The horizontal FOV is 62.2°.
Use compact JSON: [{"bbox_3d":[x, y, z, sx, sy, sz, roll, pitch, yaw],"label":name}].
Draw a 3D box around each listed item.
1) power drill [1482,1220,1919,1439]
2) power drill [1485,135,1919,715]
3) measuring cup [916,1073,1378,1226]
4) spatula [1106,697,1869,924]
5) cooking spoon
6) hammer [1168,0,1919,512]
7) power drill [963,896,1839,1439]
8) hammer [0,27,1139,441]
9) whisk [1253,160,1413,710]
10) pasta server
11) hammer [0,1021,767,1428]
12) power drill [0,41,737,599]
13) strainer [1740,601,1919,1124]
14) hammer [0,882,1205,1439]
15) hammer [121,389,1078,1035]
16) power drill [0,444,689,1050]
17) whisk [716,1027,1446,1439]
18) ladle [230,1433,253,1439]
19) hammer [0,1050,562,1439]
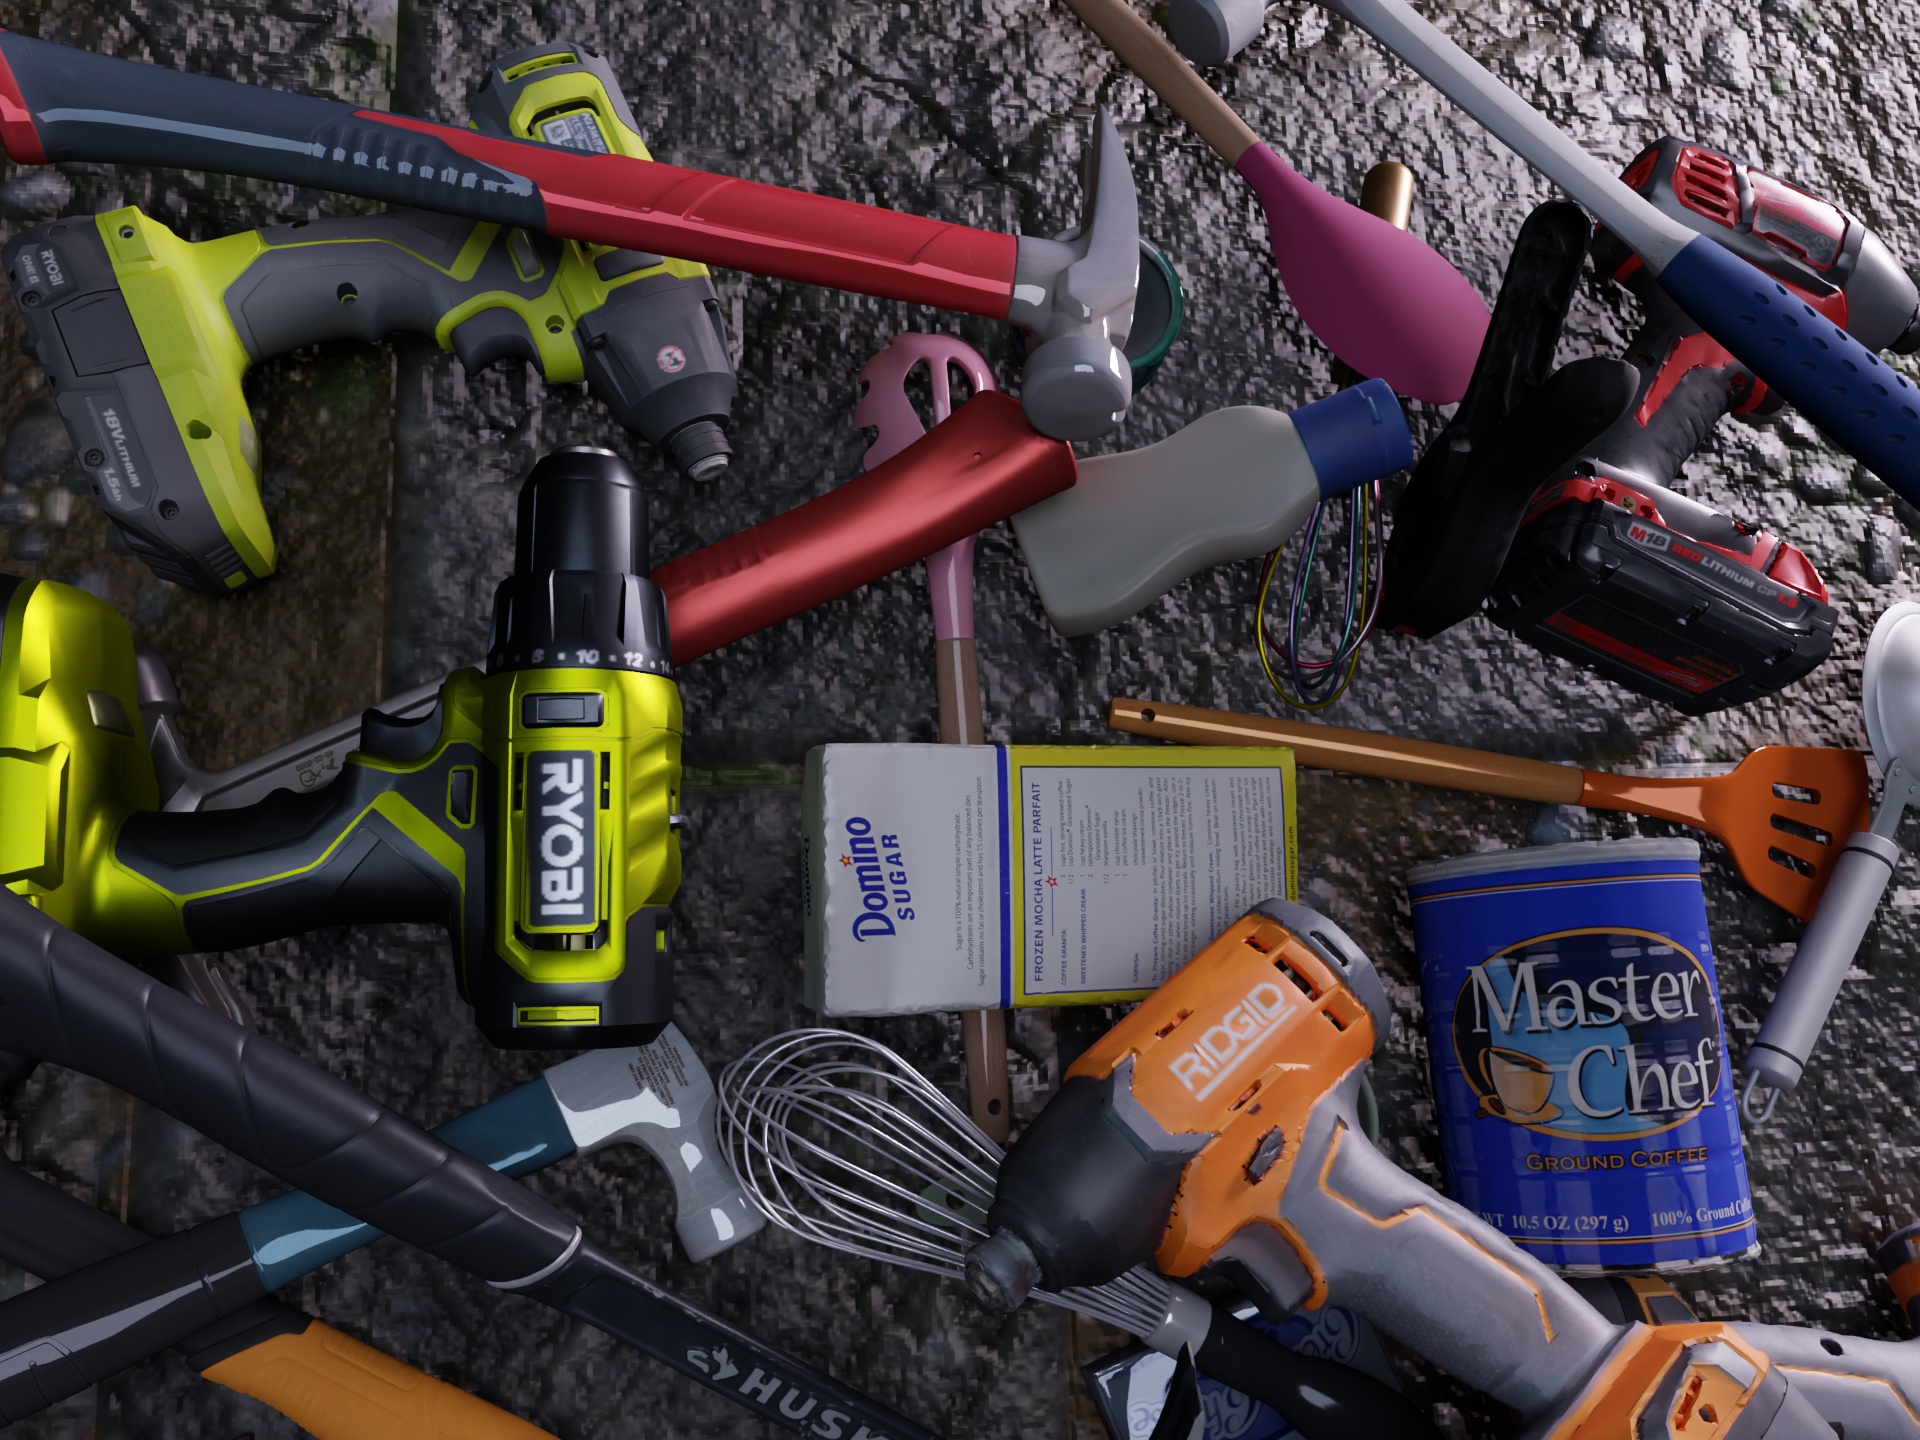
[{"bbox_3d":[0.313,0.268,0.539,0.226,0.084,0.186,-2,54,-10],"label":"power drill"},{"bbox_3d":[0.311,-0.122,0.648,0.143,0.078,0.220,24,73,-2],"label":"power drill"},{"bbox_3d":[0.066,0.156,0.579,0.167,0.038,0.083,-13,83,-1],"label":"measuring cup"},{"bbox_3d":[0.216,0.024,0.631,0.322,0.041,0.081,9,79,-2],"label":"spatula"},{"bbox_3d":[0.101,-0.250,0.654,0.069,0.017,0.319,-38,79,-16],"label":"cooking spoon"},{"bbox_3d":[0.270,-0.188,0.608,0.144,0.035,0.406,-40,75,-15],"label":"hammer"},{"bbox_3d":[0.118,0.178,0.470,0.164,0.084,0.227,-34,68,-29],"label":"power drill"},{"bbox_3d":[-0.128,-0.192,0.550,0.386,0.038,0.143,9,58,-8],"label":"hammer"},{"bbox_3d":[0.155,-0.121,0.642,0.047,0.051,0.245,12,74,1],"label":"whisk"},{"bbox_3d":[-0.001,-0.002,0.605,0.060,0.040,0.316,-3,83,-8],"label":"pasta server"},{"bbox_3d":[-0.233,0.173,0.494,0.331,0.033,0.128,-21,74,-26],"label":"hammer"},{"bbox_3d":[-0.202,-0.138,0.580,0.223,0.080,0.171,-23,82,-15],"label":"power drill"},{"bbox_3d":[0.364,0.047,0.626,0.086,0.050,0.258,40,73,-20],"label":"strainer"},{"bbox_3d":[-0.108,0.167,0.476,0.408,0.036,0.149,34,105,-12],"label":"hammer"},{"bbox_3d":[-0.122,-0.018,0.564,0.359,0.036,0.149,-24,82,-4],"label":"hammer"},{"bbox_3d":[-0.202,0.008,0.505,0.228,0.080,0.190,-1,83,-3],"label":"power drill"},{"bbox_3d":[0.044,0.186,0.531,0.284,0.070,0.070,30,76,-6],"label":"whisk"},{"bbox_3d":[-0.168,0.376,0.490,0.078,0.062,0.320,-27,81,-6],"label":"ladle"},{"bbox_3d":[-0.213,0.221,0.516,0.337,0.034,0.127,29,61,-3],"label":"hammer"}]
